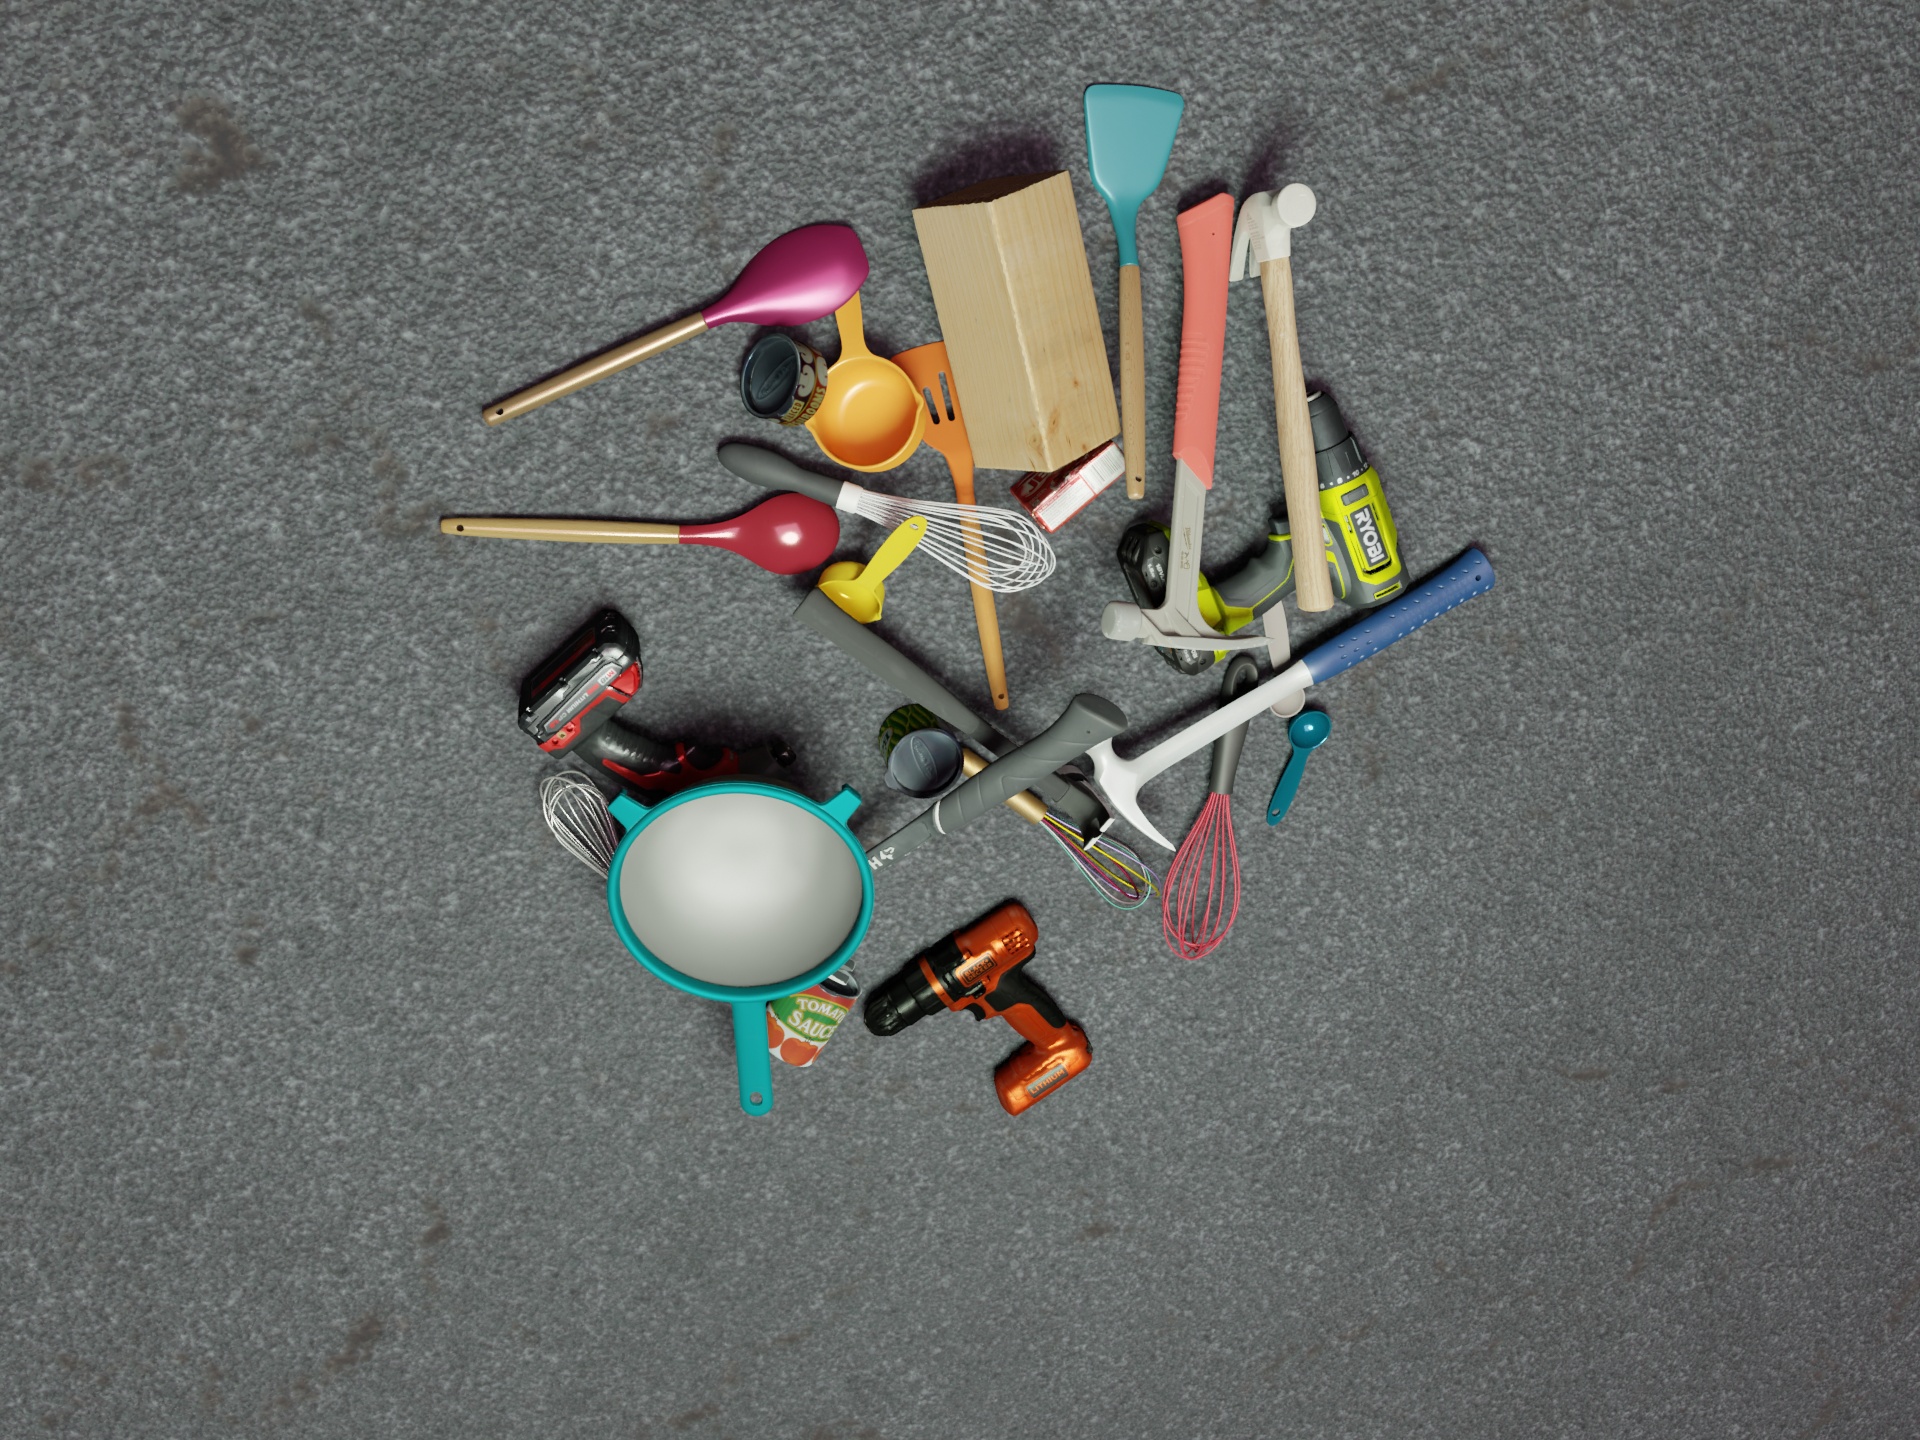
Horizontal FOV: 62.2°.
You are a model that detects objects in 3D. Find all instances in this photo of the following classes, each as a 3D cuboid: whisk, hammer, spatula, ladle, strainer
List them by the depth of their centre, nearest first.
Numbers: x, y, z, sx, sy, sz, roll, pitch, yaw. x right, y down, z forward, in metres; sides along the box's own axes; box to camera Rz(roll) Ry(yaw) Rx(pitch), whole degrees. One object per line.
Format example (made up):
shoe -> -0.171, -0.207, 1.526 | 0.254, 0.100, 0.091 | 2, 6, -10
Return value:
spatula -> 0.135, -0.332, 1.240 | 0.082, 0.044, 0.317 | 0, 85, -15
hammer -> 0.263, -0.251, 1.271 | 0.031, 0.130, 0.331 | -11, 103, -7
ladle -> -0.252, -0.152, 1.275 | 0.315, 0.031, 0.069 | 0, 111, -11
whisk -> -0.059, -0.168, 1.277 | 0.284, 0.070, 0.070 | 19, 107, -4
hammer -> 0.197, -0.236, 1.278 | 0.149, 0.037, 0.359 | 3, 94, -22
hammer -> -0.026, 0.094, 1.322 | 0.409, 0.036, 0.149 | -34, 108, 30
strainer -> -0.177, 0.175, 1.328 | 0.211, 0.095, 0.340 | -1, 120, -3
hammer -> -0.002, -0.004, 1.331 | 0.334, 0.146, 0.035 | 36, 99, -21
spatula -> 0.009, -0.155, 1.336 | 0.081, 0.041, 0.322 | -14, 119, -6
whisk -> -0.292, 0.142, 1.380 | 0.059, 0.058, 0.246 | -5, 125, 33
hammer -> 0.301, -0.033, 1.419 | 0.405, 0.035, 0.144 | -30, 104, -6
whisk -> 0.087, 0.099, 1.450 | 0.244, 0.047, 0.051 | 36, 102, -19
whisk -> 0.237, 0.083, 1.469 | 0.073, 0.073, 0.295 | 4, 104, -15

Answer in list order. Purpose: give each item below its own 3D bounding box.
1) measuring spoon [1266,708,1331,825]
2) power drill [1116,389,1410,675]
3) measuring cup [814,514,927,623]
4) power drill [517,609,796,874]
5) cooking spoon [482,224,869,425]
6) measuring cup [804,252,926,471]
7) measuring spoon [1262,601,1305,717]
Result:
measuring spoon -> 0.309, 0.042, 1.491 | 0.042, 0.021, 0.128 | 5, 120, -19
power drill -> 0.257, -0.157, 1.361 | 0.228, 0.080, 0.190 | -26, 109, -4
measuring cup -> -0.066, -0.129, 1.280 | 0.062, 0.029, 0.156 | 26, 142, -19
power drill -> -0.247, 0.019, 1.321 | 0.143, 0.079, 0.219 | -40, 118, 7
cooking spoon -> -0.220, -0.297, 1.221 | 0.319, 0.017, 0.068 | -24, 97, 0
measuring cup -> -0.077, -0.281, 1.252 | 0.095, 0.052, 0.173 | -9, 89, 10
measuring spoon -> 0.287, -0.063, 1.443 | 0.034, 0.018, 0.124 | -14, 108, -5
